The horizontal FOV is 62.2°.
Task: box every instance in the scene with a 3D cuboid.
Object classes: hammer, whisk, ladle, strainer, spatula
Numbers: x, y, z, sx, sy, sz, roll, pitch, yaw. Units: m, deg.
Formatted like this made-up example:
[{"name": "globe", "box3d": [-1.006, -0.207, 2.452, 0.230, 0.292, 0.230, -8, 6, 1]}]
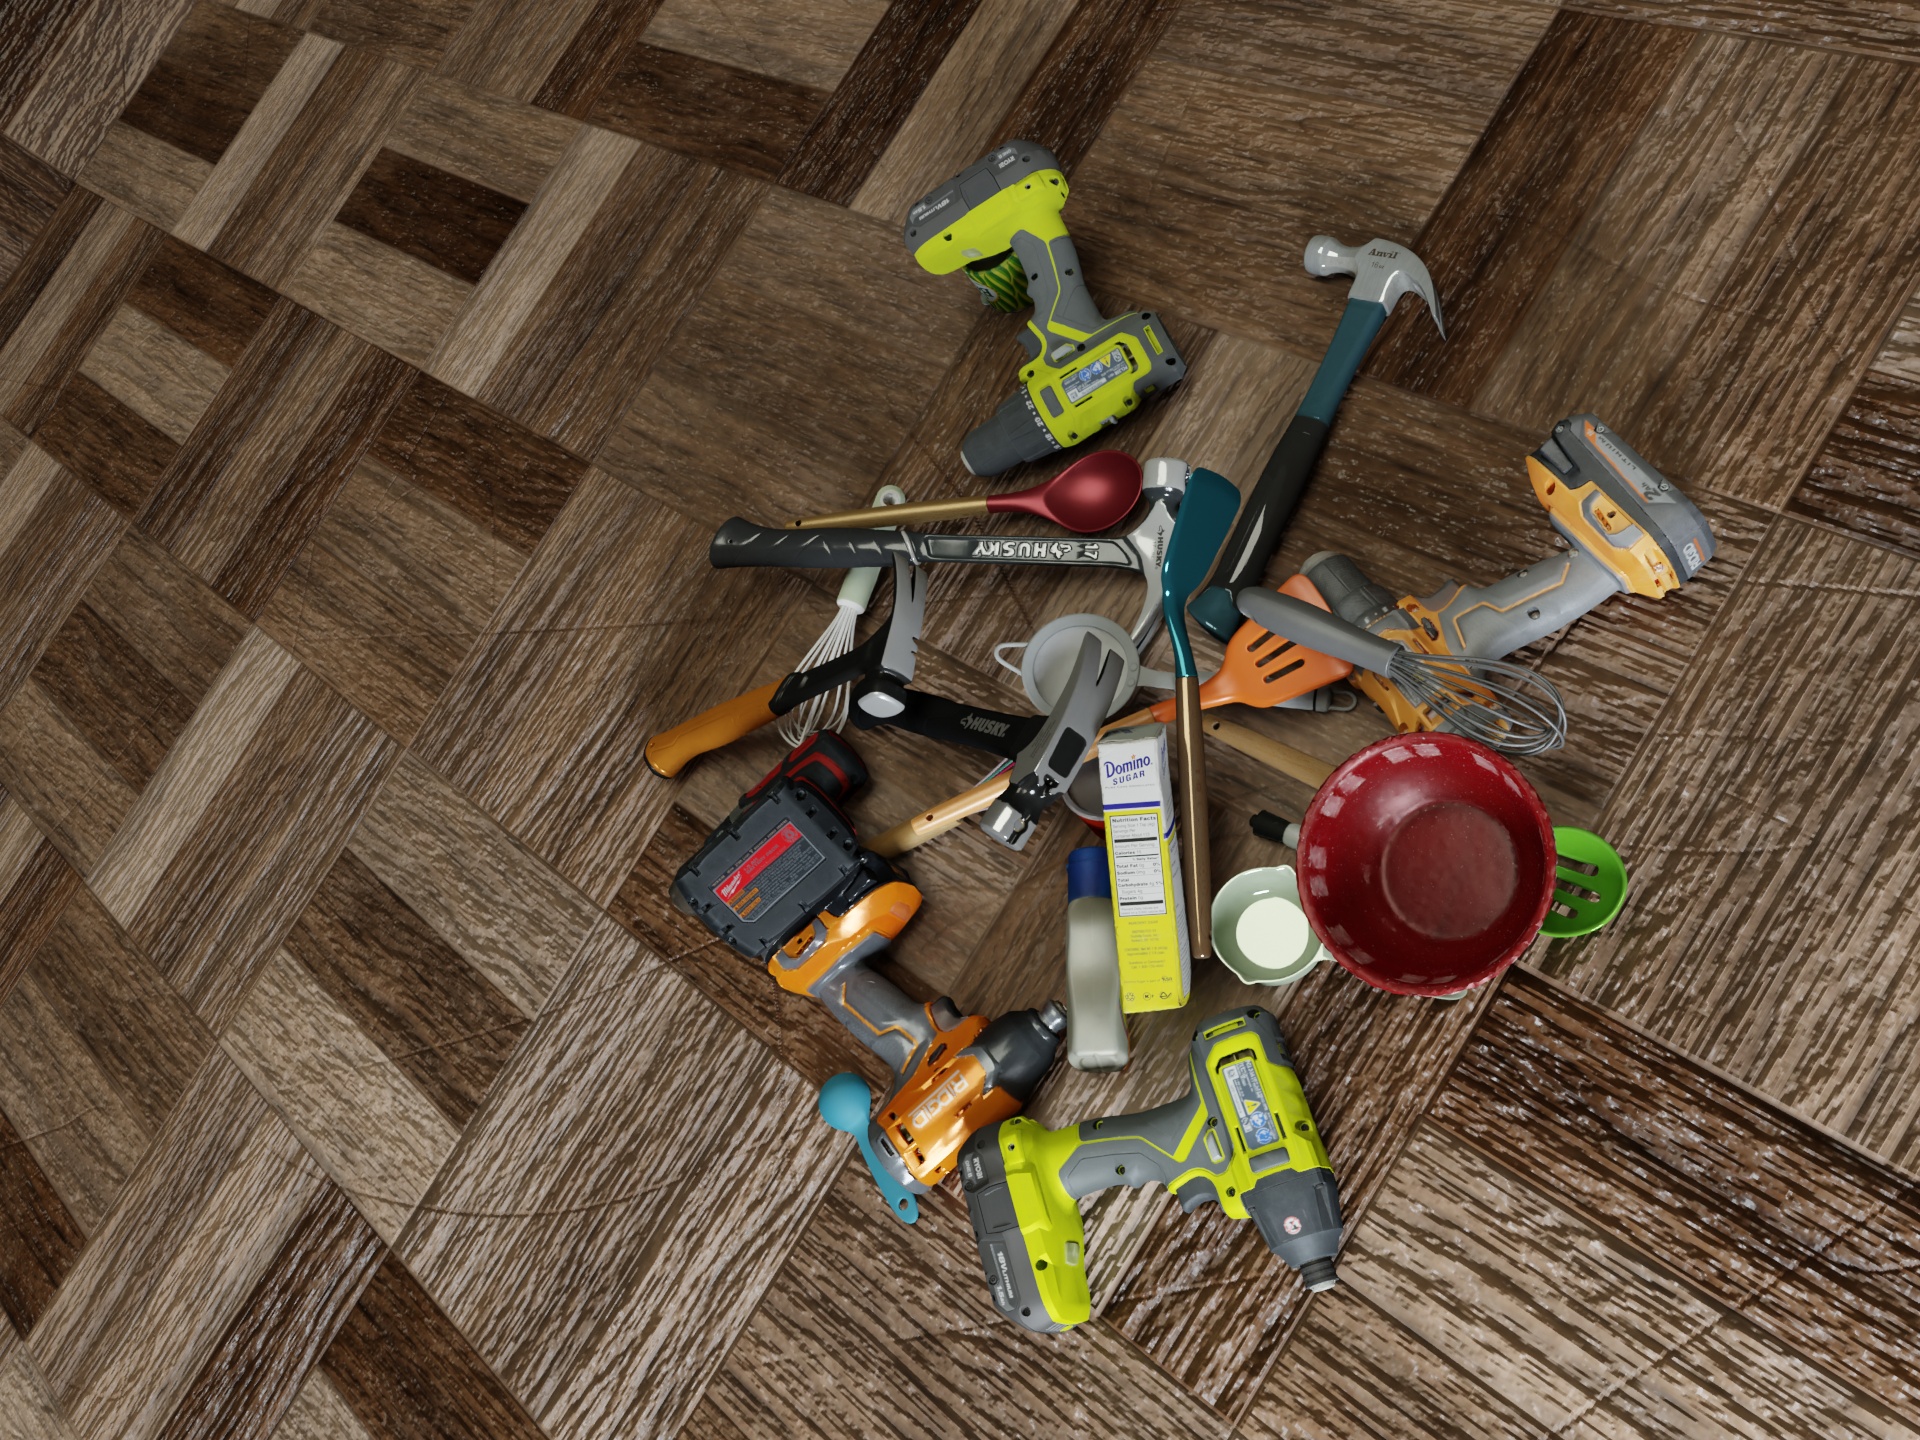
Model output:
[{"name": "hammer", "box3d": [0.253, -0.209, 1.178, 0.128, 0.033, 0.331, 22, 82, 36]}, {"name": "hammer", "box3d": [-0.149, -0.022, 1.262, 0.337, 0.034, 0.127, -22, 48, 44]}, {"name": "whisk", "box3d": [0.272, -0.038, 1.004, 0.239, 0.055, 0.055, 28, 85, 36]}, {"name": "whisk", "box3d": [-0.094, -0.087, 1.321, 0.058, 0.059, 0.246, 20, 73, -3]}, {"name": "ladle", "box3d": [-0.001, -0.172, 1.290, 0.315, 0.031, 0.069, -3, 71, 21]}, {"name": "strainer", "box3d": [0.152, -0.026, 1.138, 0.258, 0.050, 0.087, 7, 72, 19]}, {"name": "spatula", "box3d": [0.160, -0.004, 1.047, 0.044, 0.082, 0.317, -6, 81, 30]}, {"name": "hammer", "box3d": [-0.002, -0.004, 1.143, 0.146, 0.035, 0.335, -57, 25, -9]}, {"name": "whisk", "box3d": [0.016, 0.059, 1.200, 0.245, 0.051, 0.047, -29, 37, 22]}, {"name": "spatula", "box3d": [0.110, 0.005, 1.098, 0.322, 0.041, 0.081, -25, 69, 6]}, {"name": "hammer", "box3d": [-0.021, -0.131, 1.261, 0.409, 0.036, 0.149, 4, 84, 25]}]

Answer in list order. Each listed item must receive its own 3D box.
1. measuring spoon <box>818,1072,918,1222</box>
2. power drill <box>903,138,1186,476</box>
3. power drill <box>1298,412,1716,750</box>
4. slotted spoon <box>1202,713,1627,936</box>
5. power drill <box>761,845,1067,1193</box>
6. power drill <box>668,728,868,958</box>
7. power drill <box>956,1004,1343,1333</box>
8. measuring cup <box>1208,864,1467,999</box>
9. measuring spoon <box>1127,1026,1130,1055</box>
[{"name": "measuring spoon", "box3d": [-0.068, 0.307, 1.147, 0.042, 0.021, 0.129, -43, 54, 8]}, {"name": "power drill", "box3d": [0.049, -0.325, 1.281, 0.190, 0.080, 0.228, -29, 84, 16]}, {"name": "power drill", "box3d": [0.347, -0.097, 1.050, 0.226, 0.084, 0.186, -42, 55, 14]}, {"name": "slotted spoon", "box3d": [0.287, 0.057, 1.048, 0.314, 0.031, 0.070, 27, 88, 37]}, {"name": "power drill", "box3d": [-0.032, 0.199, 1.141, 0.164, 0.084, 0.227, -42, 59, 5]}, {"name": "power drill", "box3d": [-0.152, 0.098, 1.187, 0.188, 0.227, 0.080, -42, 99, 5]}, {"name": "power drill", "box3d": [0.123, 0.300, 1.010, 0.223, 0.080, 0.171, -25, 61, 16]}, {"name": "measuring cup", "box3d": [0.244, 0.150, 1.033, 0.168, 0.038, 0.083, 18, 78, 19]}, {"name": "measuring spoon", "box3d": [0.102, 0.187, 1.111, 0.021, 0.011, 0.117, -16, 66, 15]}]
